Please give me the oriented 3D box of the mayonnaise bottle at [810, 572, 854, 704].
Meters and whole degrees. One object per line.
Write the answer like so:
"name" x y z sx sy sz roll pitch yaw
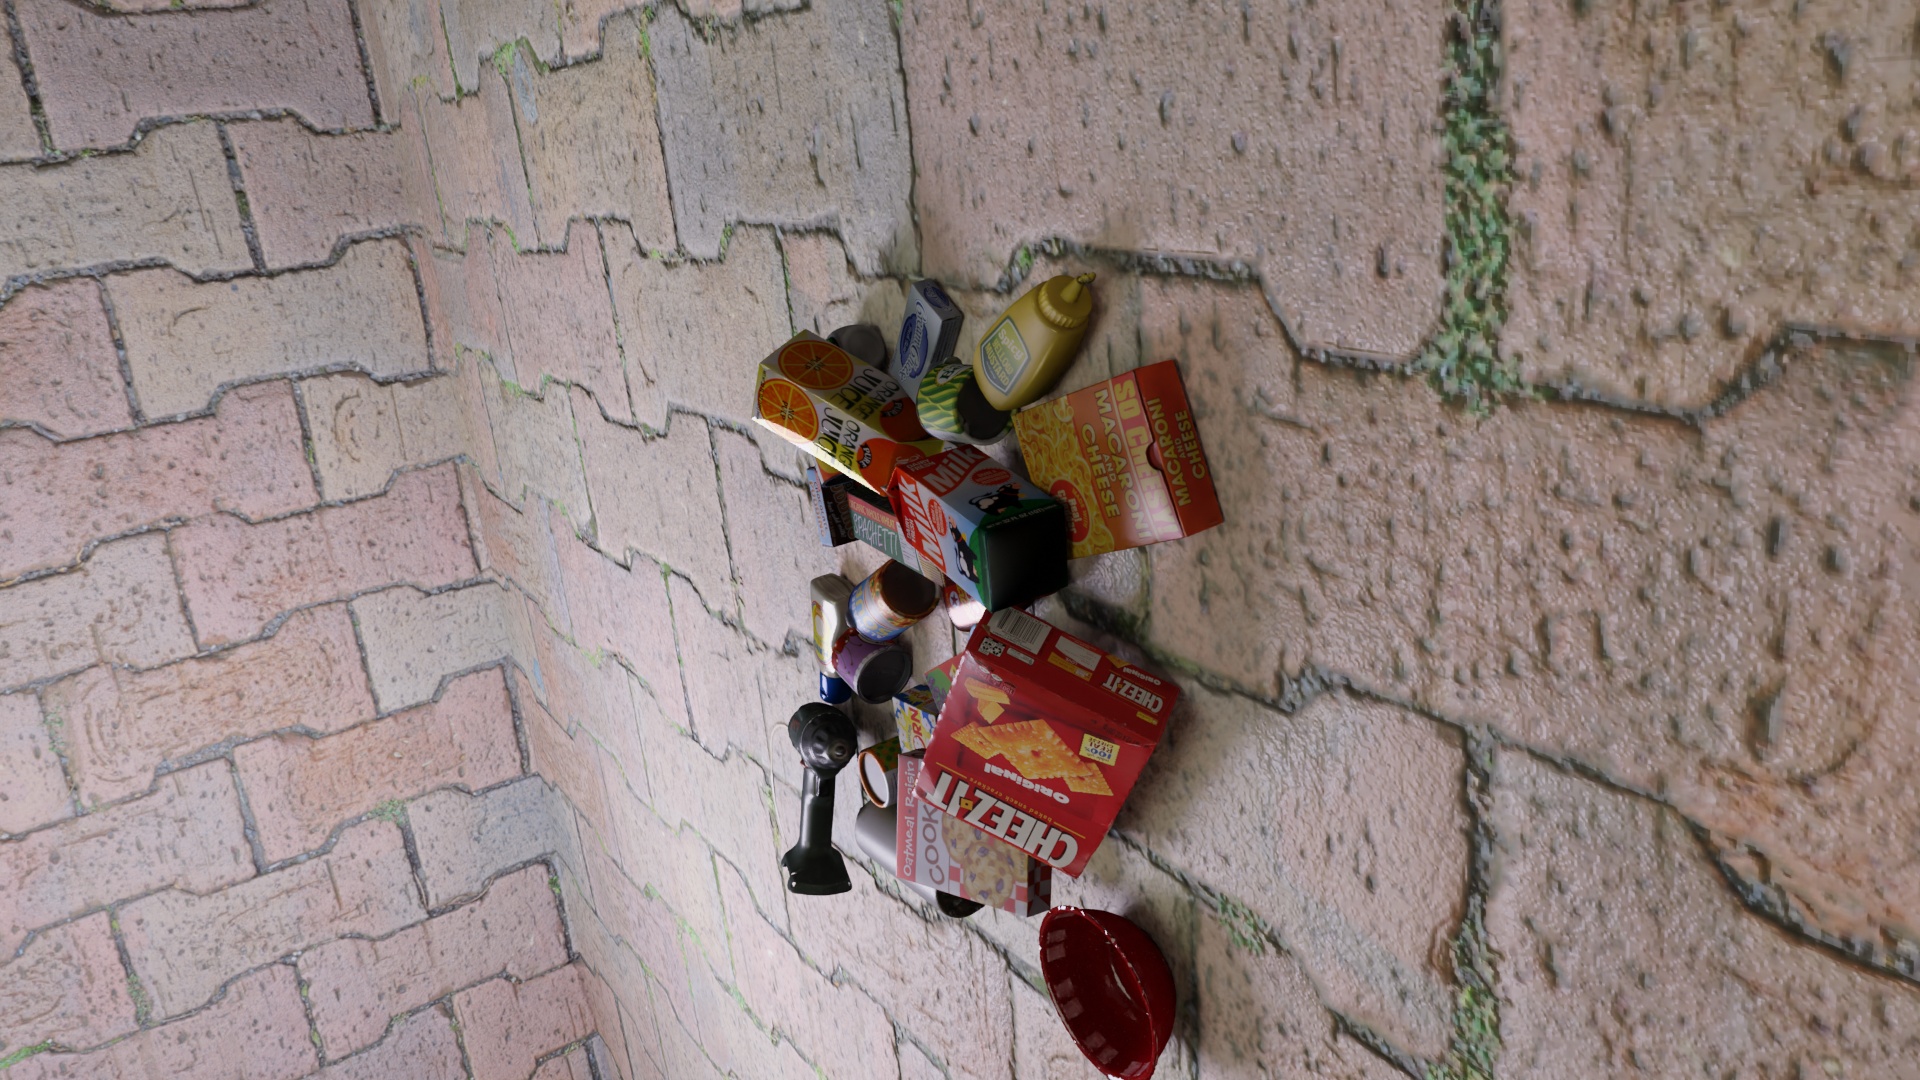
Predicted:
"mayonnaise bottle" -0.139 0.112 1.538 0.065 0.041 0.147 36 134 44

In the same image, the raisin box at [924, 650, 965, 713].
"raisin box" 0.020 0.143 1.289 0.123 0.040 0.086 -36 73 58

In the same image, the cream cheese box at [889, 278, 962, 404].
"cream cheese box" -0.031 -0.173 1.223 0.053 0.024 0.103 53 145 29

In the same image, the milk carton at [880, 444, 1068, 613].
"milk carton" 0.006 -0.021 1.125 0.191 0.072 0.073 39 141 53

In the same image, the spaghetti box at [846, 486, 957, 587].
"spaghetti box" -0.054 -0.008 1.301 0.250 0.029 0.050 -154 52 -65

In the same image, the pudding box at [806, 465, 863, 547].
"pudding box" -0.123 -0.039 1.423 0.030 0.050 0.083 10 113 59

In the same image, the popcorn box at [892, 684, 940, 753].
"popcorn box" -0.023 0.218 1.401 0.085 0.038 0.126 14 117 57

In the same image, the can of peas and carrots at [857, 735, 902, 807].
"can of peas and carrots" -0.070 0.242 1.472 0.071 0.059 0.070 34 132 48

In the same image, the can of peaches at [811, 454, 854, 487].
"can of peaches" -0.112 -0.091 1.364 0.071 0.071 0.058 -30 79 60

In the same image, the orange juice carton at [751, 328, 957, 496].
"orange juice carton" -0.090 -0.108 1.268 0.193 0.073 0.071 31 137 13

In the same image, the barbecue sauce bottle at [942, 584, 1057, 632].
"barbecue sauce bottle" 0.037 0.040 1.202 0.148 0.044 0.065 -21 81 60

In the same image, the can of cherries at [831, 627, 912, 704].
"can of cherries" -0.092 0.125 1.444 0.058 0.072 0.071 39 136 46

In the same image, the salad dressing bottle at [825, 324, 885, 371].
"salad dressing bottle" -0.121 -0.162 1.361 0.147 0.044 0.064 -31 79 60

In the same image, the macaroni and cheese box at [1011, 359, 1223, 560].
"macaroni and cheese box" 0.111 -0.054 1.029 0.166 0.040 0.123 -14 94 61

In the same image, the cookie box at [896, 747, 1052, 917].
"cookie box" 0.012 0.269 1.299 0.167 0.040 0.123 4 94 42

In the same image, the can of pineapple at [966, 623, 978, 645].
"can of pineapple" 0.036 0.105 1.198 0.071 0.058 0.071 -169 87 -83

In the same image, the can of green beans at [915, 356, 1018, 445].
"can of green beans" 0.006 -0.113 1.150 0.058 0.071 0.071 14 117 56

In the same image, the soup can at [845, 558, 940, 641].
"soup can" -0.067 0.058 1.357 0.083 0.071 0.071 -38 72 59

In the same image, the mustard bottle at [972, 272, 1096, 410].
"mustard bottle" 0.061 -0.158 1.051 0.065 0.049 0.159 63 149 14
